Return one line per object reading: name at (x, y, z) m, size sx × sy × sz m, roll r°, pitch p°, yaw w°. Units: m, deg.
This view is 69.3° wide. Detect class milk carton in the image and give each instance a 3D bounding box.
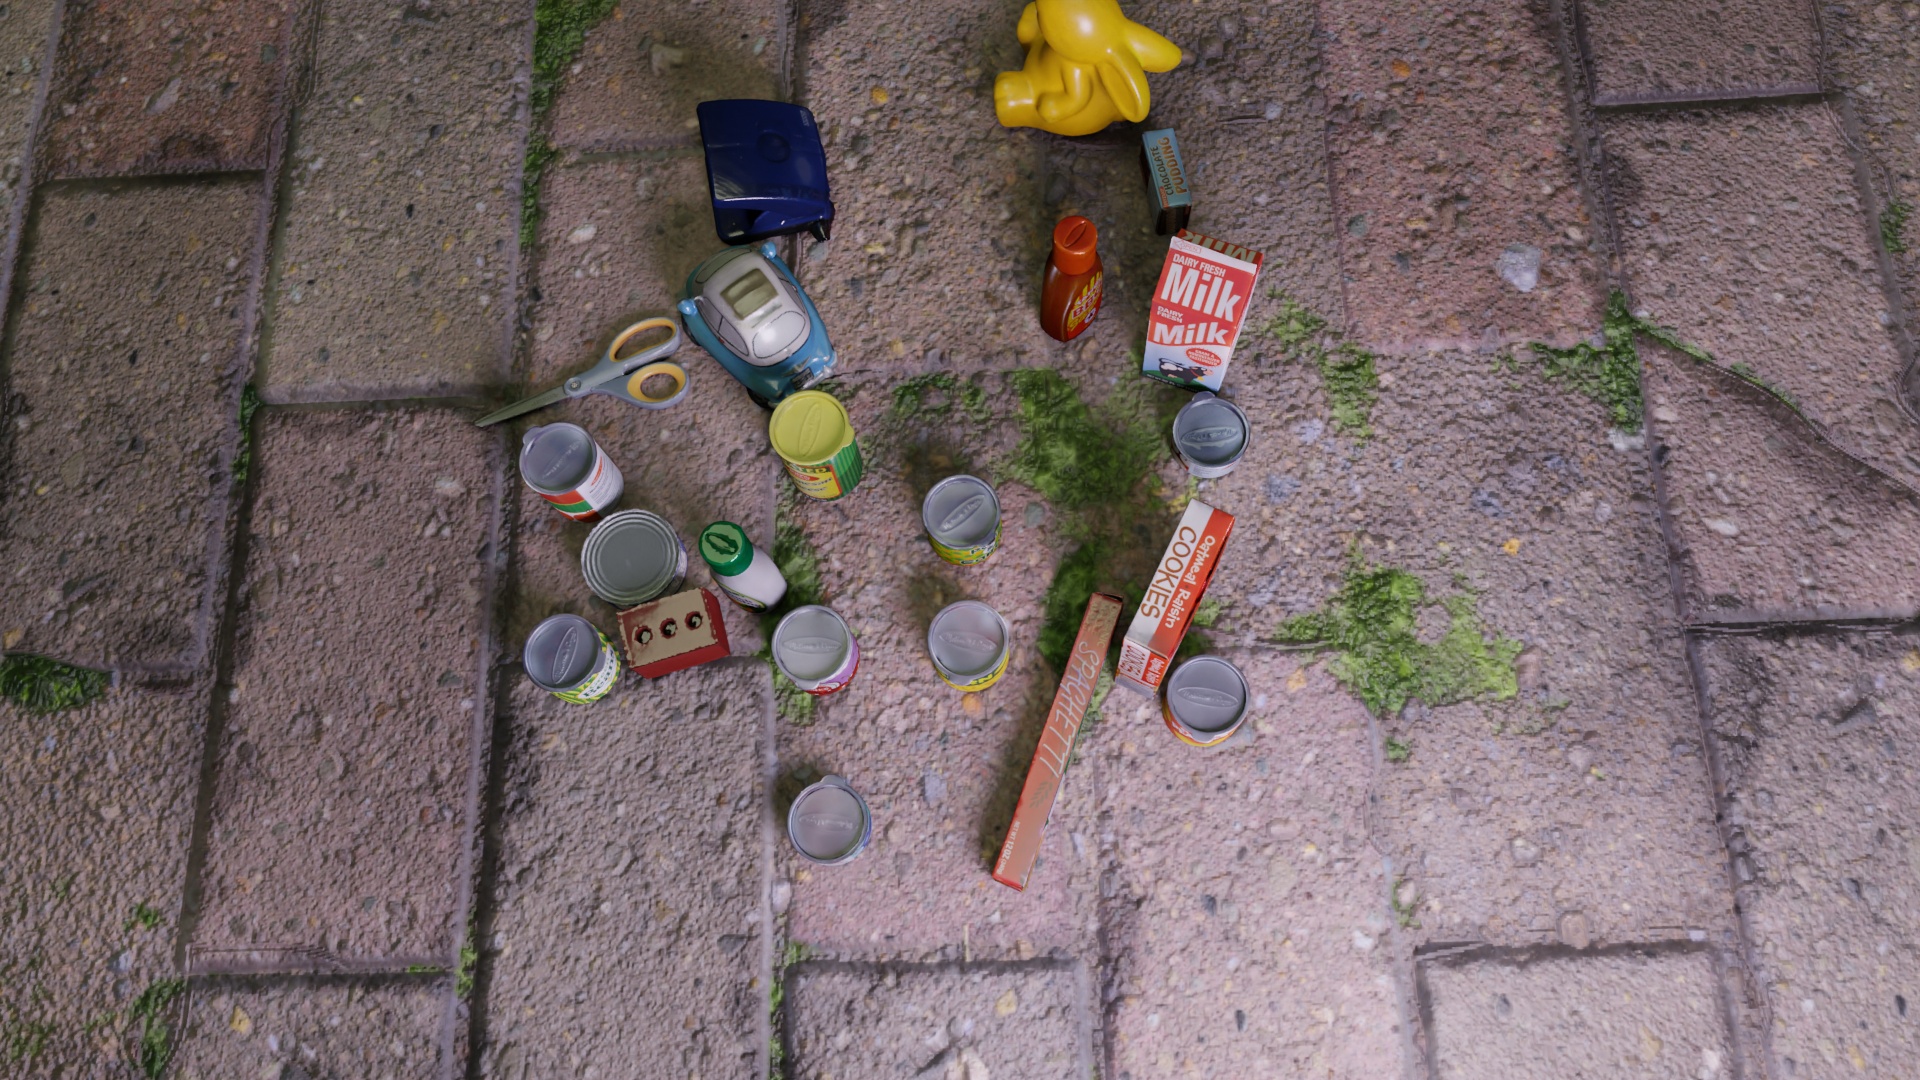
milk carton at (0.201, -0.195, 1.160) m, size 0.072 × 0.190 × 0.073 m, roll 20°, pitch 75°, yaw 9°

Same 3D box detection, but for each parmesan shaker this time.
parmesan shaker at (-0.119, -0.078, 1.186) m, size 0.071 × 0.103 × 0.071 m, roll -1°, pitch 73°, yaw 3°

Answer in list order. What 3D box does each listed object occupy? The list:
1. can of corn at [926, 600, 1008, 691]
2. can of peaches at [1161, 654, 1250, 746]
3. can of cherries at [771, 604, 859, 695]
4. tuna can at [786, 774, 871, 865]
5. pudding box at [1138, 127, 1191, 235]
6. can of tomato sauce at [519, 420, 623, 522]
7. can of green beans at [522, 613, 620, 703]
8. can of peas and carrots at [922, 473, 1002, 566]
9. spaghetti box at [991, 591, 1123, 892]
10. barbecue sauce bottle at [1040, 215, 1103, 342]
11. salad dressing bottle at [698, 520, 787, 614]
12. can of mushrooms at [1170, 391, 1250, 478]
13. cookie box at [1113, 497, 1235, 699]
can of corn at (0.007, 0.091, 1.150) m, size 0.071 × 0.058 × 0.071 m, roll -1°, pitch 73°, yaw 3°
can of peaches at (0.198, 0.133, 1.127) m, size 0.071 × 0.058 × 0.071 m, roll -1°, pitch 73°, yaw 3°
can of cherries at (-0.120, 0.094, 1.156) m, size 0.071 × 0.058 × 0.071 m, roll -1°, pitch 73°, yaw 3°
tuna can at (-0.105, 0.227, 1.127) m, size 0.071 × 0.032 × 0.071 m, roll -1°, pitch 73°, yaw 3°
pudding box at (0.187, -0.330, 1.276) m, size 0.030 × 0.049 × 0.084 m, roll -11°, pitch 73°, yaw 0°
can of tomato sauce at (-0.337, -0.059, 1.202) m, size 0.071 × 0.083 × 0.071 m, roll -1°, pitch 73°, yaw 3°
can of green beans at (-0.325, 0.100, 1.165) m, size 0.071 × 0.057 × 0.071 m, roll -1°, pitch 73°, yaw 3°
can of peas and carrots at (0.004, -0.015, 1.183) m, size 0.071 × 0.058 × 0.071 m, roll -1°, pitch 73°, yaw 3°
spaghetti box at (0.081, 0.161, 1.129) m, size 0.029 × 0.050 × 0.250 m, roll 19°, pitch 75°, yaw 9°
barbecue sauce bottle at (0.097, -0.228, 1.198) m, size 0.044 × 0.148 × 0.065 m, roll 37°, pitch 79°, yaw 13°
salad dressing bottle at (-0.180, 0.022, 1.135) m, size 0.064 × 0.147 × 0.044 m, roll 28°, pitch 77°, yaw 11°
can of mushrooms at (0.216, -0.091, 1.209) m, size 0.071 × 0.033 × 0.071 m, roll -1°, pitch 73°, yaw 3°
cookie box at (0.167, 0.050, 1.097) m, size 0.040 × 0.167 × 0.123 m, roll 25°, pitch 76°, yaw 10°
